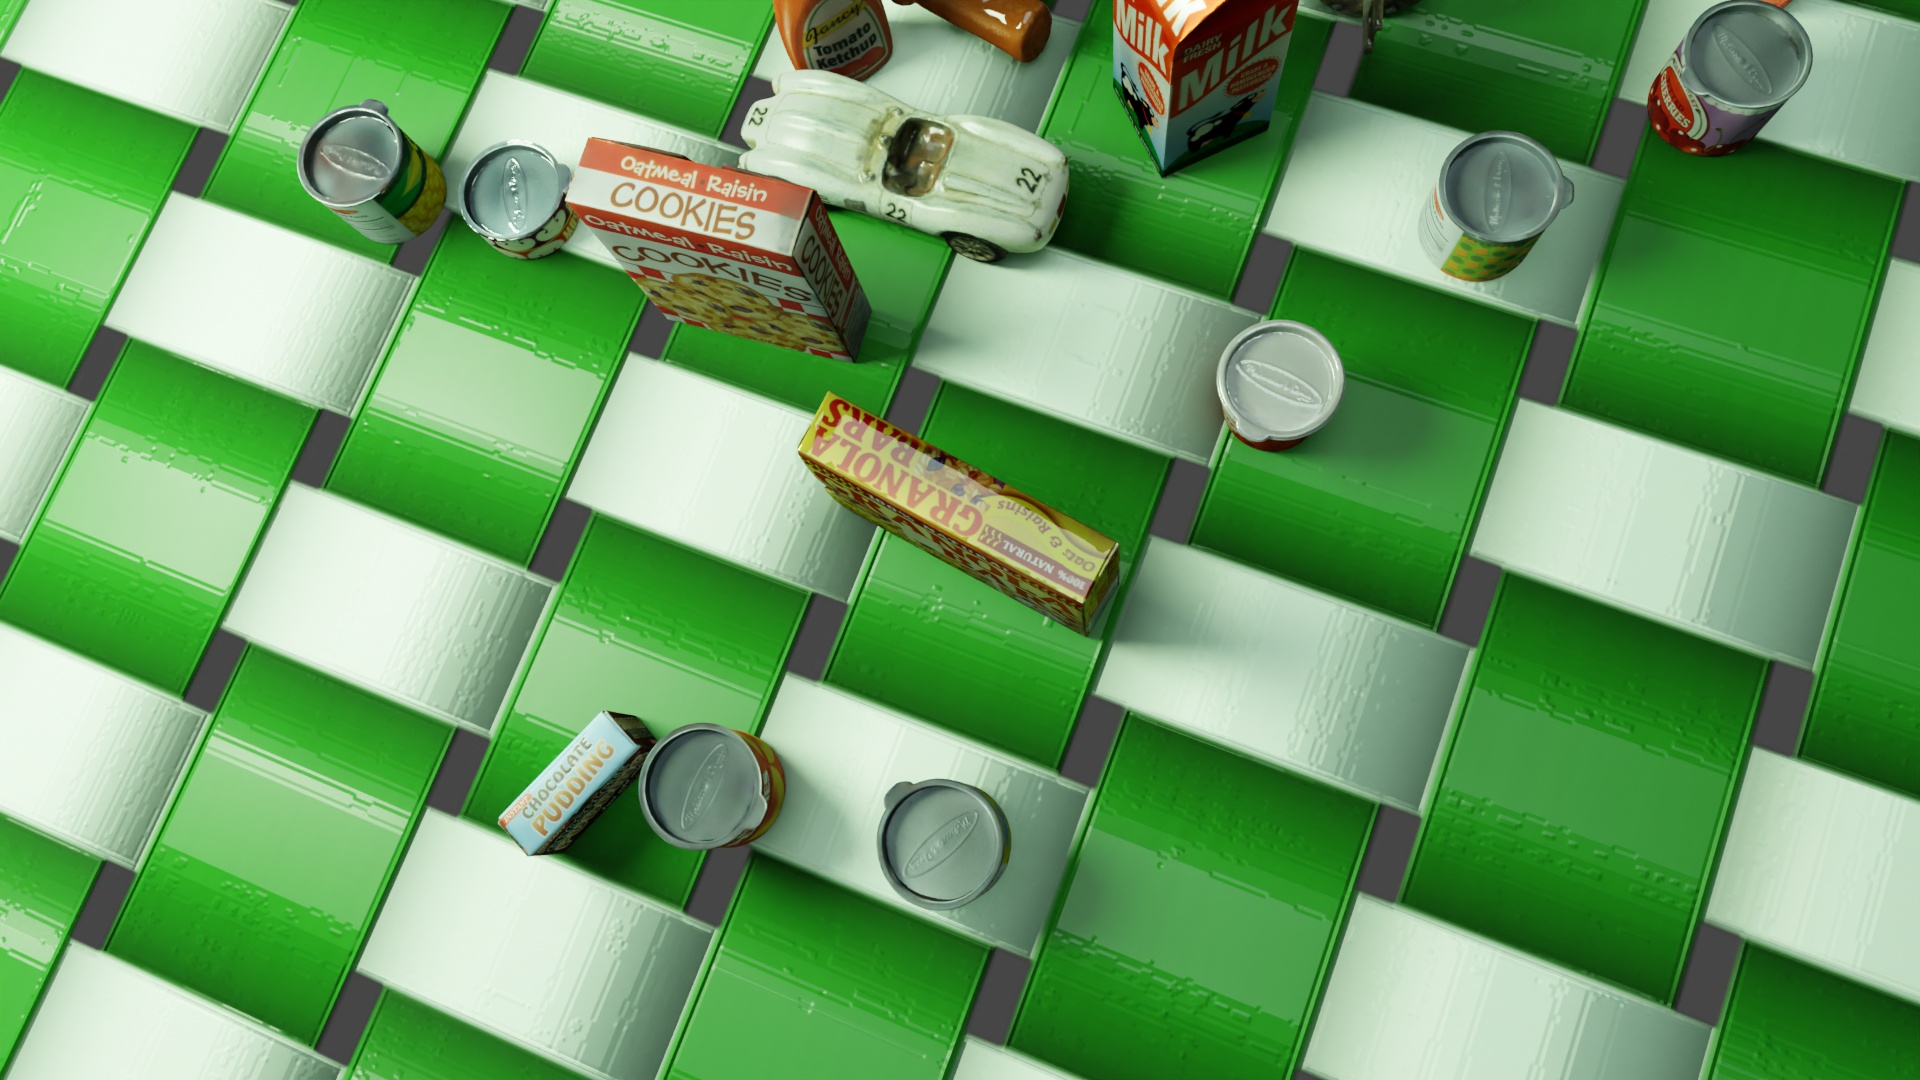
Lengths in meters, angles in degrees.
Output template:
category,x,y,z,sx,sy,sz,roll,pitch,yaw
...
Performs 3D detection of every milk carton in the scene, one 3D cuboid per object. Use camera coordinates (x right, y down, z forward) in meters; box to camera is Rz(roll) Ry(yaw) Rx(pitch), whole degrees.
category,x,y,z,sx,sy,sz,roll,pitch,yaw
milk carton,0.129,-0.279,0.747,0.073,0.190,0.072,-25,77,1

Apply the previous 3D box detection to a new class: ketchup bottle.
category,x,y,z,sx,sy,sz,roll,pitch,yaw
ketchup bottle,-0.080,-0.318,0.799,0.065,0.148,0.043,-26,77,0

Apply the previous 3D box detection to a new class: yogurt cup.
category,x,y,z,sx,sy,sz,roll,pitch,yaw
yogurt cup,0.175,-0.082,0.770,0.072,0.054,0.072,-1,78,6

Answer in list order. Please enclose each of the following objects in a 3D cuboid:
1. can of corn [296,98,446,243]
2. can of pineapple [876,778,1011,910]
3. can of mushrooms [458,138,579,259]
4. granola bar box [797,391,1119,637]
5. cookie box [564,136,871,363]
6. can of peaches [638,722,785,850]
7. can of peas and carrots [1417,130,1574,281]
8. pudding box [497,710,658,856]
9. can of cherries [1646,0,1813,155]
category,x,y,z,sx,sy,sz,roll,pitch,yaw
can of corn,-0.359,-0.226,0.854,0.071,0.058,0.071,-1,78,6
can of pineapple,-0.008,0.158,0.735,0.071,0.057,0.071,-1,78,6
can of mushrooms,-0.268,-0.209,0.854,0.071,0.033,0.071,-1,78,6
granola bar box,0.003,-0.009,0.736,0.166,0.124,0.039,28,83,11
cookie box,-0.124,-0.154,0.758,0.123,0.167,0.040,15,80,9
can of peaches,-0.131,0.135,0.753,0.071,0.058,0.071,-1,78,6
can of peas and carrots,0.298,-0.186,0.777,0.071,0.058,0.071,-1,78,6
pudding box,-0.208,0.134,0.765,0.030,0.049,0.084,43,85,12
can of cherries,0.427,-0.258,0.779,0.071,0.058,0.071,-1,78,6
